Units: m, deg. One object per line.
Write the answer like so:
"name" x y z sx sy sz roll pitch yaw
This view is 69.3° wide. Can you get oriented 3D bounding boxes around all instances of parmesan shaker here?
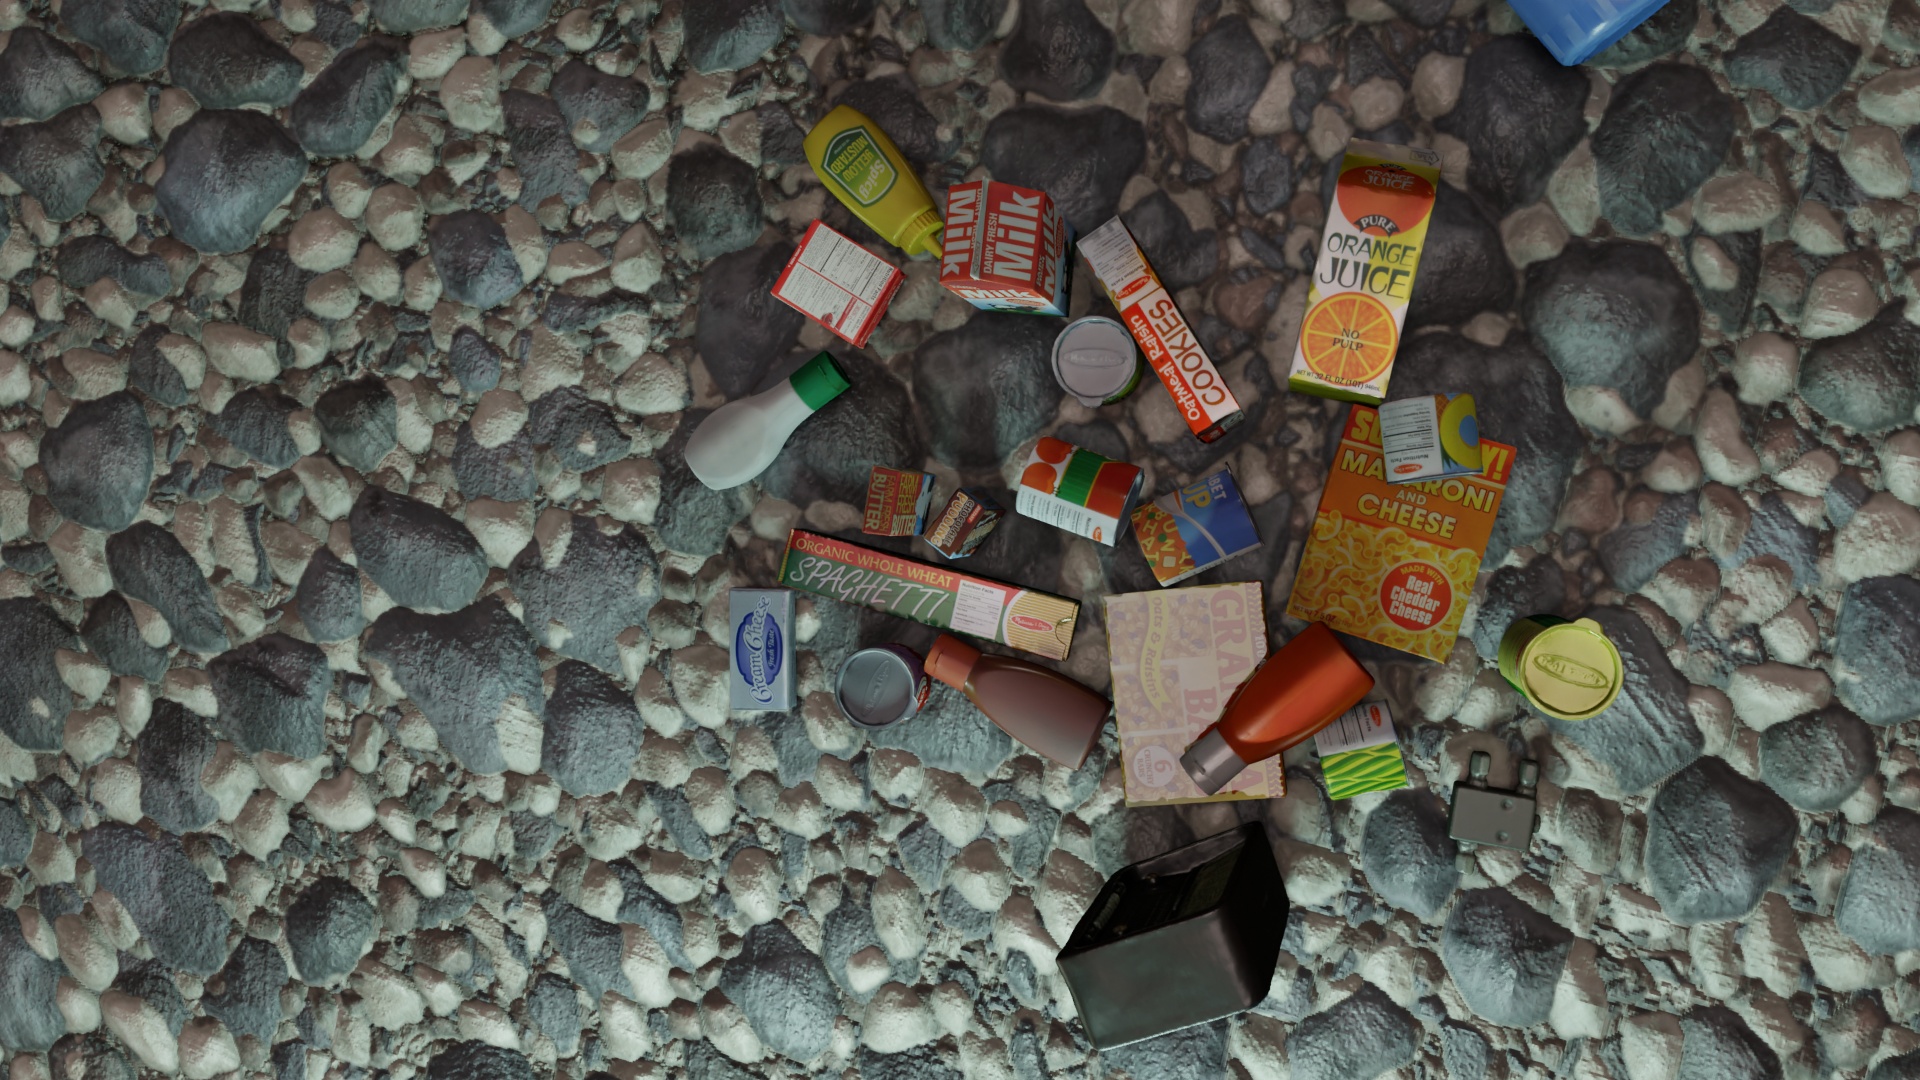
"parmesan shaker" 0.426 0.085 0.989 0.071 0.103 0.071 0 91 13

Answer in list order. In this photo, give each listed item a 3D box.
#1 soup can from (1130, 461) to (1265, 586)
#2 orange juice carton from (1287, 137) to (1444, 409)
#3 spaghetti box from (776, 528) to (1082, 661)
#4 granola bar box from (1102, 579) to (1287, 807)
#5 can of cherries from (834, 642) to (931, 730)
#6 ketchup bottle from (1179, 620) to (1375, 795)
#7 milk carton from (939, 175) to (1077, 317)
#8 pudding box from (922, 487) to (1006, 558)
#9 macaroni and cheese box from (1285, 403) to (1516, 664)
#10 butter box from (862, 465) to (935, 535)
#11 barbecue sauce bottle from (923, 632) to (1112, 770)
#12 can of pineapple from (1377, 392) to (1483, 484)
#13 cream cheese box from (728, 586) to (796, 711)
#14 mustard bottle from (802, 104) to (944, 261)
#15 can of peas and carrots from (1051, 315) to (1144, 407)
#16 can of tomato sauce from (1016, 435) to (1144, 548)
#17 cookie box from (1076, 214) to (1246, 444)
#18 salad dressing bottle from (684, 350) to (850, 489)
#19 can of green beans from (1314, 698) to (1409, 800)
"soup can" 0.180 -0.012 1.065 0.083 0.071 0.071 -24 85 13
"orange juice carton" 0.301 -0.201 1.033 0.072 0.073 0.192 14 93 13
"spaghetti box" -0.027 0.042 1.133 0.250 0.029 0.050 15 94 13
"granola bar box" 0.182 0.118 1.079 0.124 0.039 0.165 -6 88 12
"can of cherries" -0.060 0.119 1.126 0.071 0.058 0.071 0 89 13
"ketchup bottle" 0.229 0.128 1.024 0.148 0.043 0.065 -41 64 8
"milk carton" 0.034 -0.216 1.035 0.073 0.191 0.072 7 92 13
"pudding box" 0.004 -0.014 1.097 0.030 0.084 0.049 38 98 10
"macaroni and cheese box" 0.329 -0.006 1.044 0.124 0.040 0.166 18 95 13
"butter box" -0.048 -0.031 1.100 0.024 0.103 0.053 11 94 14
"barbecue sauce bottle" 0.043 0.123 1.110 0.149 0.044 0.064 27 96 12
"can of pineapple" 0.335 -0.072 0.988 0.071 0.071 0.058 -7 88 13
"cream cheese box" -0.166 0.091 1.168 0.053 0.024 0.103 0 90 14
"mustard bottle" -0.058 -0.281 1.130 0.065 0.049 0.160 -44 81 12
"can of peas and carrots" 0.108 -0.137 1.086 0.071 0.059 0.071 0 91 14
"can of tomato sauce" 0.094 -0.040 1.087 0.083 0.071 0.071 20 95 13
"cookie box" 0.154 -0.153 1.042 0.040 0.123 0.167 -32 83 13
"salad dressing bottle" -0.160 -0.101 1.157 0.147 0.044 0.064 -35 81 10
"can of green beans" 0.298 0.157 1.038 0.058 0.071 0.071 -14 87 14
